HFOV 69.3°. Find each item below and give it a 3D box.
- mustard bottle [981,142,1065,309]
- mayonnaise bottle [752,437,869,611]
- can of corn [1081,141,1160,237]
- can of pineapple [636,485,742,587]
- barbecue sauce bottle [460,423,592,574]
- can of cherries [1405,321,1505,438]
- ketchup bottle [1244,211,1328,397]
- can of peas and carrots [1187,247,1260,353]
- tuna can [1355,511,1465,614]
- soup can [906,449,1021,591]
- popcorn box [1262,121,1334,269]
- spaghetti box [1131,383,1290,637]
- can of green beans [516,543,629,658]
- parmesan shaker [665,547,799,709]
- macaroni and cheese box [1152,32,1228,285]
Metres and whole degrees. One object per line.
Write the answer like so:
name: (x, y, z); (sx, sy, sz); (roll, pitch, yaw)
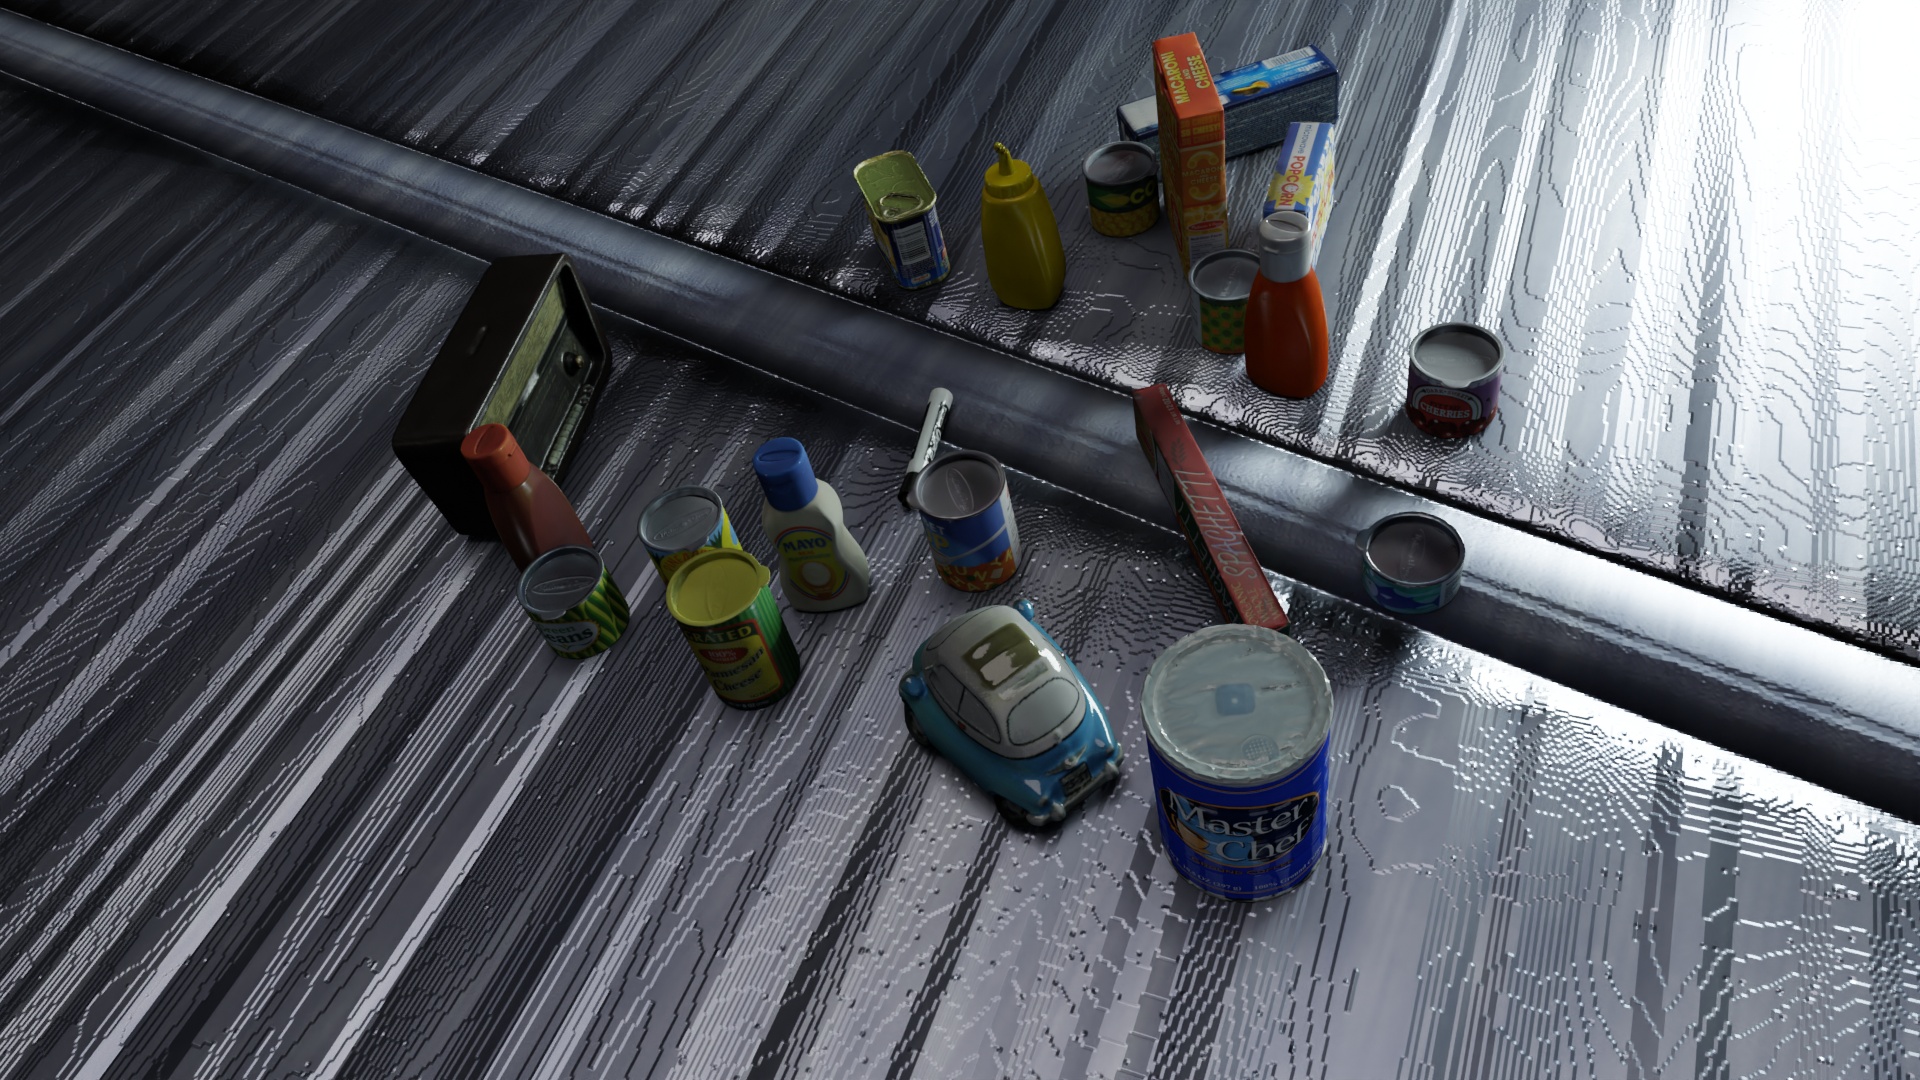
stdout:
mustard bottle: (0.049, -0.267, 1.162); (0.065, 0.159, 0.049); (10, 53, 22)
mayonnaise bottle: (-0.109, -0.009, 0.981); (0.065, 0.147, 0.041); (-8, 48, 7)
can of corn: (0.147, -0.315, 1.249); (0.071, 0.058, 0.071); (-7, 48, 8)
can of pineapple: (-0.204, 0.002, 1.054); (0.071, 0.057, 0.071); (-7, 48, 8)
barbecue sauce bottle: (-0.326, -0.024, 1.045); (0.043, 0.147, 0.065); (2, 50, 15)
can of cherries: (0.363, -0.116, 1.023); (0.071, 0.058, 0.072); (-7, 48, 8)
ketchup bottle: (0.244, -0.176, 1.043); (0.065, 0.148, 0.044); (27, 60, 32)
can of peas and carrots: (0.222, -0.194, 1.125); (0.071, 0.058, 0.071); (-7, 48, 8)
tuna can: (0.303, 0.015, 0.940); (0.071, 0.032, 0.071); (-7, 48, 8)
soup can: (0.004, -0.013, 1.000); (0.071, 0.083, 0.072); (-7, 48, 8)
popcorn box: (0.285, -0.281, 1.168); (0.038, 0.084, 0.127); (8, 52, 20)
spaghetti box: (0.174, -0.013, 0.983); (0.029, 0.050, 0.251); (-17, 48, -1)
can of green beans: (-0.288, 0.046, 1.036); (0.071, 0.057, 0.071); (-7, 48, 8)
parmesan shaker: (-0.152, 0.062, 0.958); (0.071, 0.102, 0.072); (-7, 48, 8)
macaroni and cheese box: (0.194, -0.319, 1.169); (0.040, 0.165, 0.124); (-10, 48, 5)
